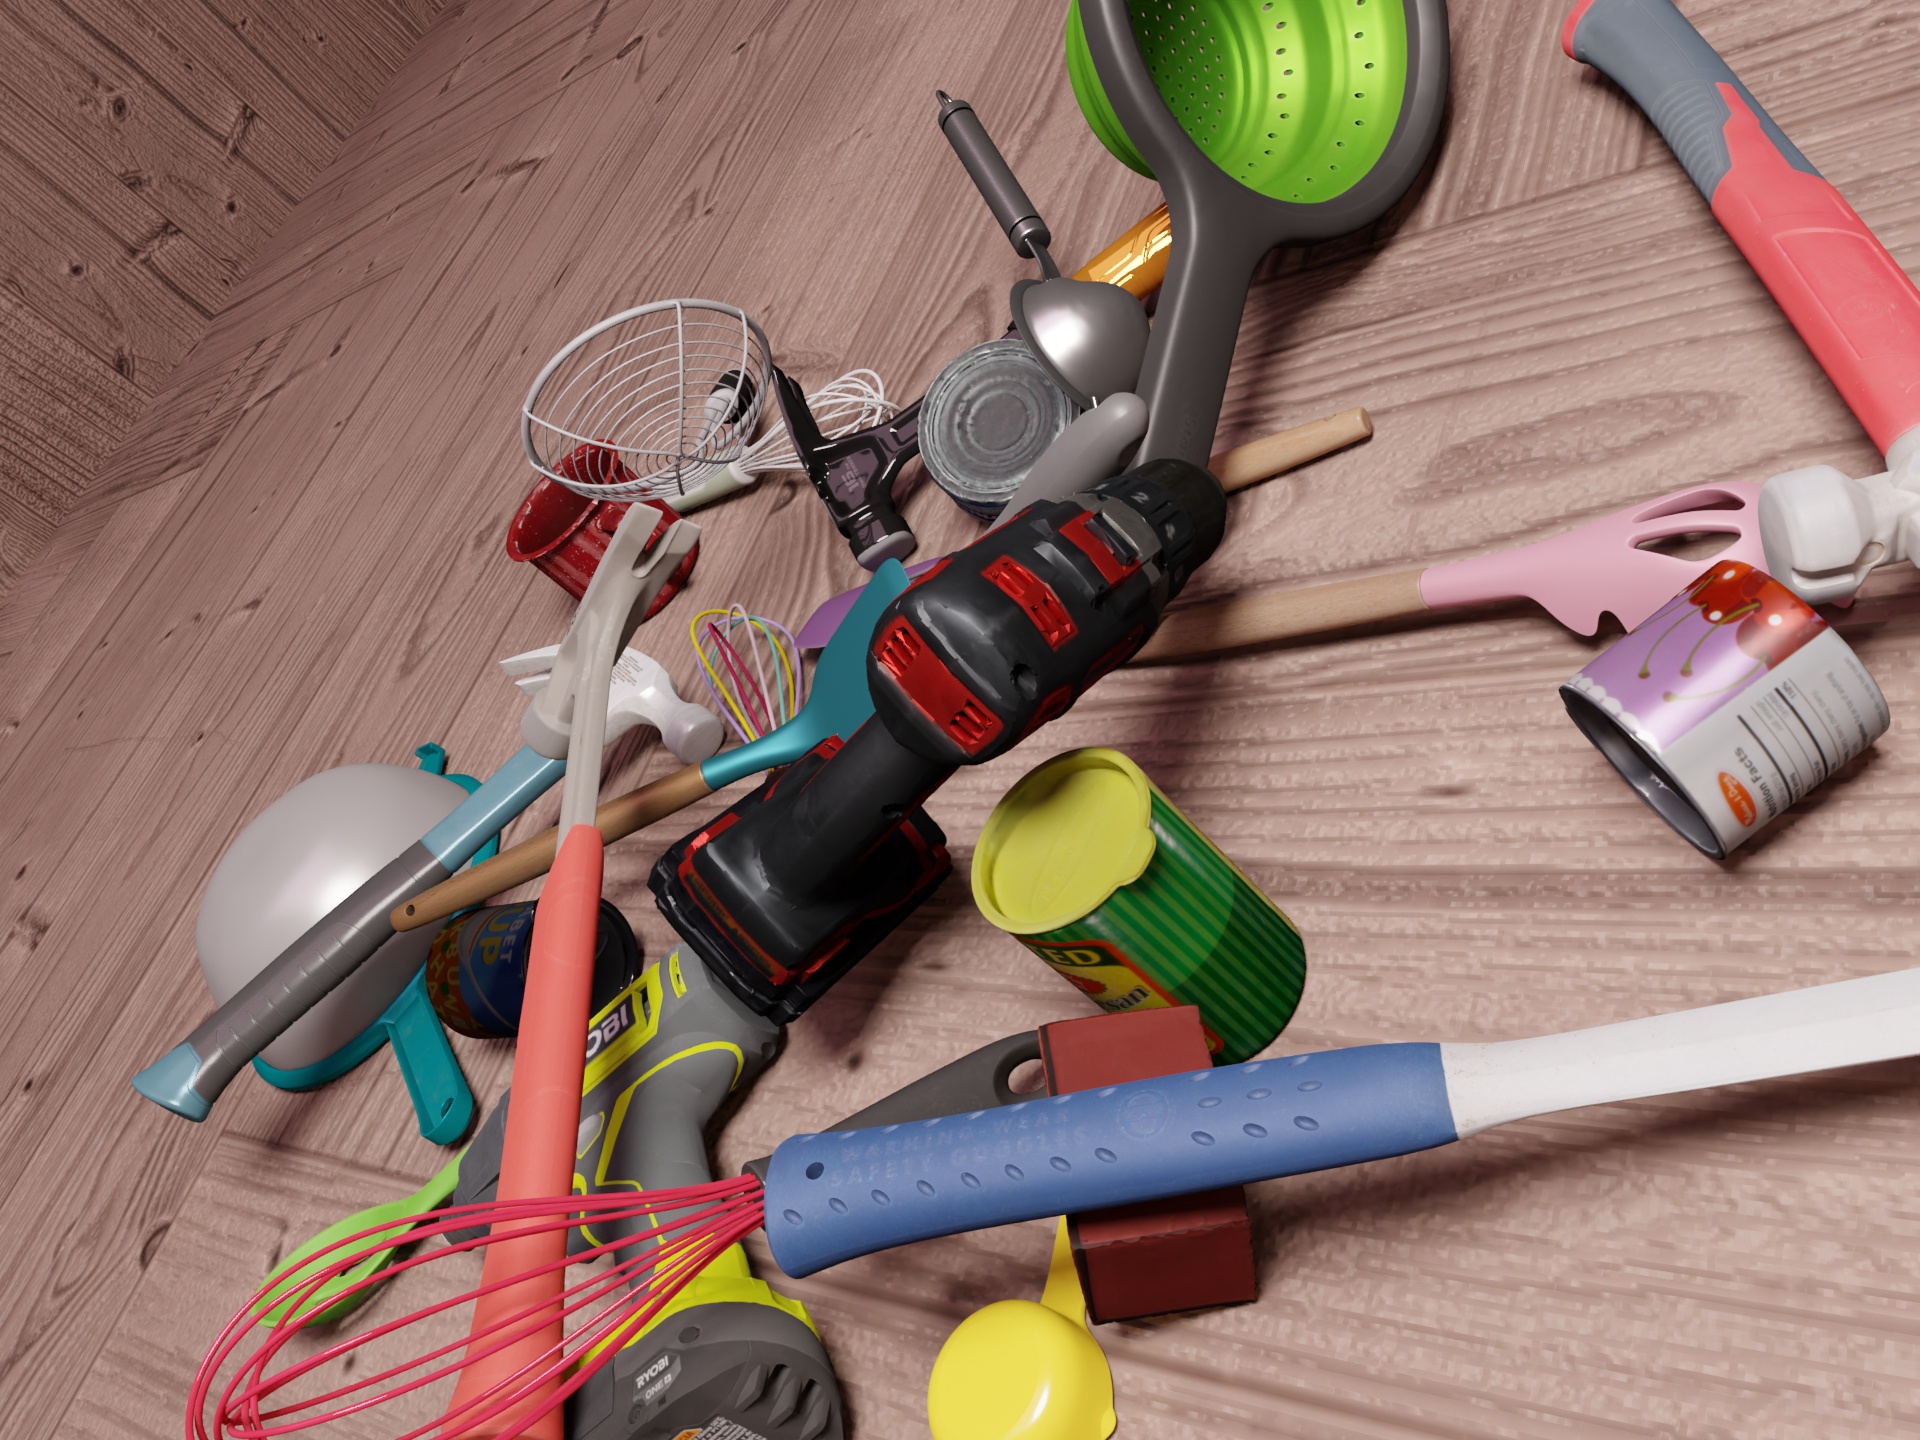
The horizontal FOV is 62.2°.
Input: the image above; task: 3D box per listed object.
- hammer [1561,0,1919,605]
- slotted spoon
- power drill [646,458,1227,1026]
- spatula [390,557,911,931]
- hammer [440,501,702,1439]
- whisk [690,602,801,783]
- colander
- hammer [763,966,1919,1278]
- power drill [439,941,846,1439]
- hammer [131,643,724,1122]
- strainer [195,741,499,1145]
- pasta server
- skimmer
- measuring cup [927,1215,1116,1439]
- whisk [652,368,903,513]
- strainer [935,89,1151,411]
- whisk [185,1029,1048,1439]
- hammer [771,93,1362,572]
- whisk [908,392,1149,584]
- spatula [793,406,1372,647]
[{"bbox_3d":[0.299,-0.184,0.553,0.143,0.038,0.387,-12,42,14],"label":"hammer"},{"bbox_3d":[-0.202,0.188,0.732,0.314,0.031,0.070,-38,20,9],"label":"slotted spoon"},{"bbox_3d":[-0.001,-0.002,0.584,0.188,0.080,0.226,-38,-7,-49],"label":"power drill"},{"bbox_3d":[-0.143,0.032,0.732,0.317,0.044,0.082,-25,68,15],"label":"spatula"},{"bbox_3d":[-0.146,0.083,0.599,0.149,0.036,0.359,-51,31,39],"label":"hammer"},{"bbox_3d":[-0.093,0.017,0.769,0.051,0.047,0.245,-38,41,11],"label":"whisk"},{"bbox_3d":[0.095,-0.229,0.698,0.094,0.204,0.397,-1,72,58],"label":"colander"},{"bbox_3d":[0.136,0.089,0.409,0.405,0.035,0.144,-15,44,18],"label":"hammer"},{"bbox_3d":[-0.133,0.208,0.607,0.171,0.080,0.223,-41,33,8],"label":"power drill"},{"bbox_3d":[-0.281,0.081,0.823,0.331,0.033,0.128,-44,56,-14],"label":"hammer"},{"bbox_3d":[-0.347,0.122,0.880,0.211,0.095,0.341,-50,35,-4],"label":"strainer"},{"bbox_3d":[0.154,-0.040,0.590,0.316,0.040,0.060,-8,51,46],"label":"pasta server"},{"bbox_3d":[-0.155,-0.192,0.887,0.127,0.090,0.363,-34,17,8],"label":"skimmer"},{"bbox_3d":[0.030,0.167,0.515,0.062,0.029,0.157,-9,51,41],"label":"measuring cup"},{"bbox_3d":[-0.127,-0.157,0.962,0.246,0.059,0.058,-12,76,43],"label":"whisk"},{"bbox_3d":[0.037,-0.229,0.764,0.050,0.086,0.259,-47,53,32],"label":"strainer"},{"bbox_3d":[-0.080,0.154,0.491,0.295,0.073,0.073,-16,24,-30],"label":"whisk"},{"bbox_3d":[0.059,-0.217,0.808,0.337,0.034,0.127,-33,71,13],"label":"hammer"},{"bbox_3d":[0.013,-0.068,0.665,0.239,0.055,0.055,-43,25,57],"label":"whisk"},{"bbox_3d":[0.042,-0.085,0.744,0.316,0.018,0.060,-17,29,33],"label":"spatula"}]
